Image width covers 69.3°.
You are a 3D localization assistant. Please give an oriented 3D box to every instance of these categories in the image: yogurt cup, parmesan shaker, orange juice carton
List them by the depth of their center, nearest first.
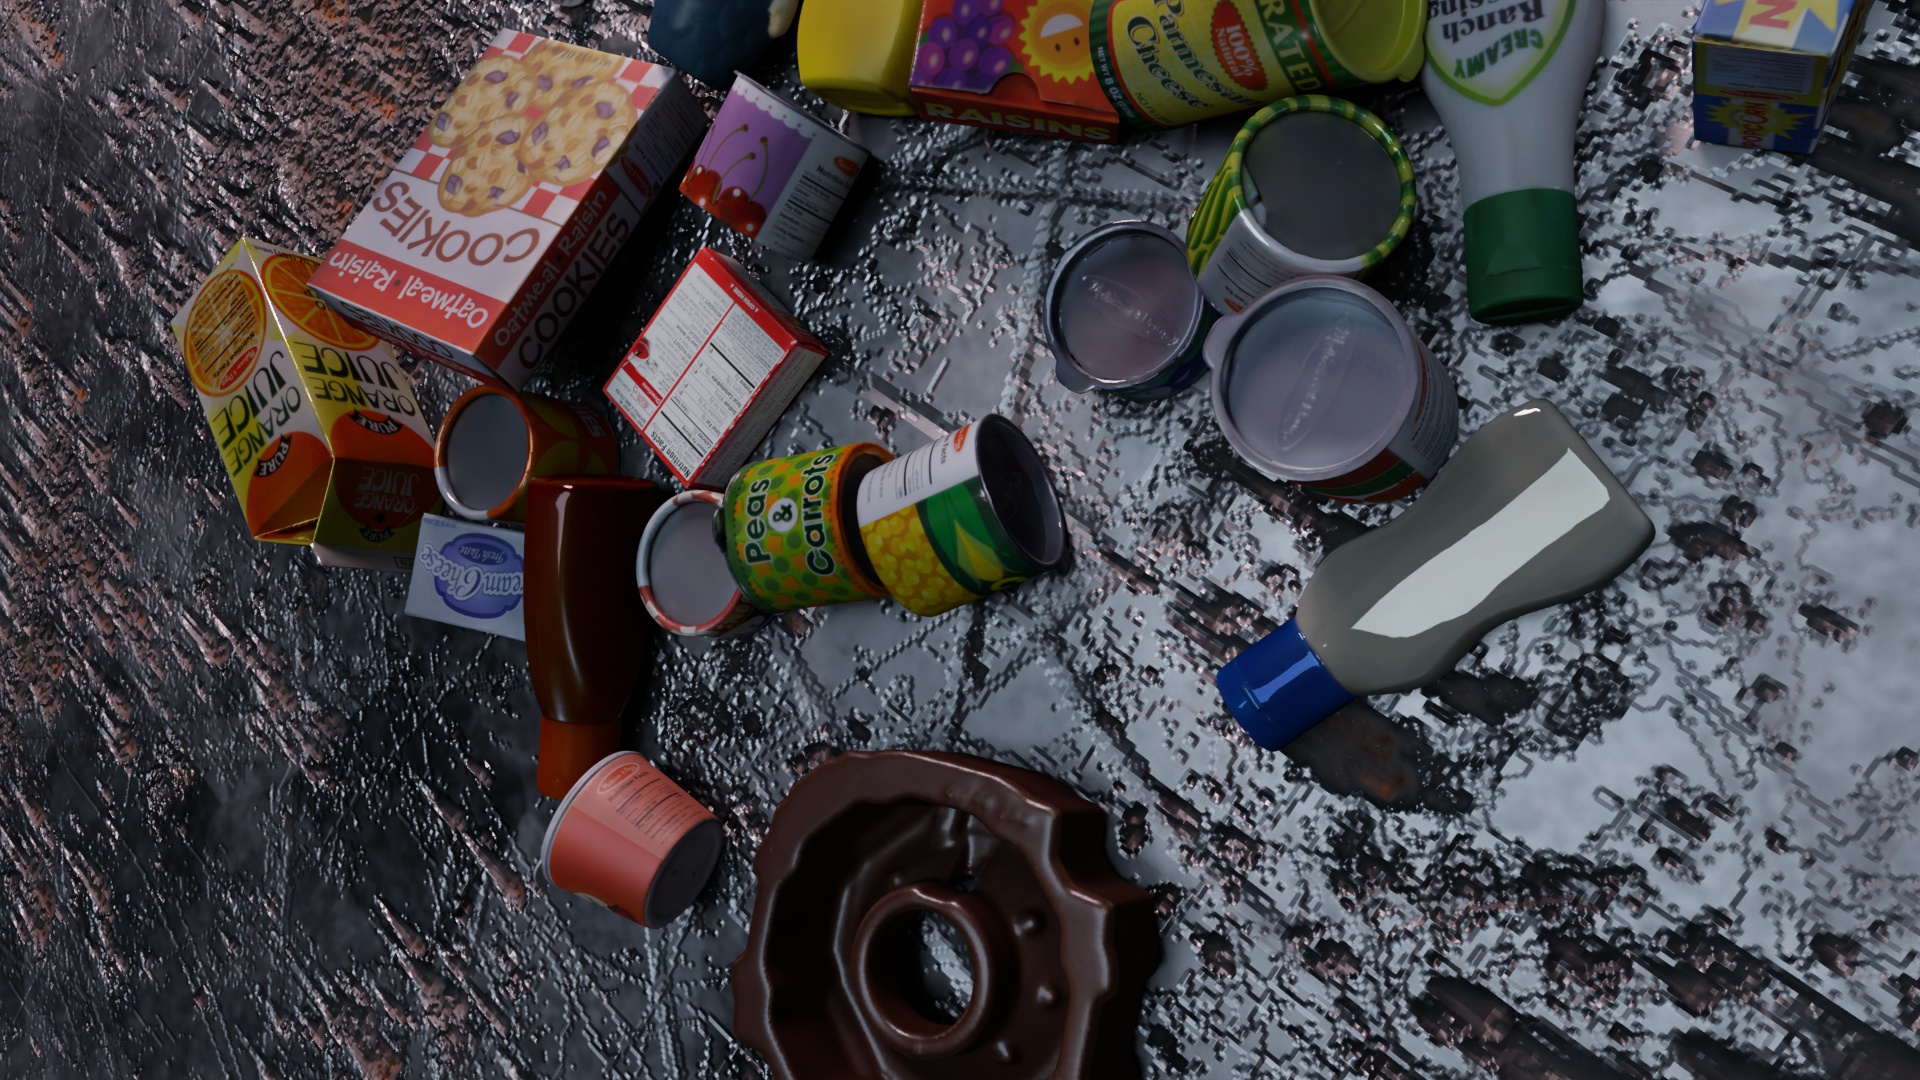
[{"bbox_3d":[0.105,-0.185,0.498,0.103,0.071,0.071,4,87,52],"label":"parmesan shaker"},{"bbox_3d":[-0.143,0.135,0.616,0.054,0.072,0.072,25,97,20],"label":"yogurt cup"},{"bbox_3d":[-0.340,-0.061,0.737,0.073,0.072,0.193,-39,68,20],"label":"orange juice carton"}]

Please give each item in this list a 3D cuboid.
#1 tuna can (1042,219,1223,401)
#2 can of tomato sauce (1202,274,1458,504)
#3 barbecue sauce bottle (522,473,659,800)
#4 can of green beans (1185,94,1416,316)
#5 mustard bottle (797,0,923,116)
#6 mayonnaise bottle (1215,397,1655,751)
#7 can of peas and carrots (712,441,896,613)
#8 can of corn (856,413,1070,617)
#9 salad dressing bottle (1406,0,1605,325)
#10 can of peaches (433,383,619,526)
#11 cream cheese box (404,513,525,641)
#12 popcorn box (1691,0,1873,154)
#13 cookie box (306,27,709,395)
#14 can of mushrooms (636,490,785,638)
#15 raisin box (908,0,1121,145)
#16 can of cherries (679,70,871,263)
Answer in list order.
[{"bbox_3d":[0.067,-0.087,0.543,0.071,0.033,0.071,-3,83,28],"label":"tuna can"},{"bbox_3d":[0.129,-0.049,0.477,0.071,0.083,0.071,-3,83,28],"label":"can of tomato sauce"},{"bbox_3d":[-0.173,0.044,0.644,0.043,0.065,0.148,9,98,30],"label":"barbecue sauce bottle"},{"bbox_3d":[0.118,-0.114,0.489,0.071,0.057,0.071,1,77,-5],"label":"can of green beans"},{"bbox_3d":[-0.024,-0.267,0.602,0.065,0.049,0.160,16,92,30],"label":"mustard bottle"},{"bbox_3d":[0.157,0.018,0.480,0.147,0.041,0.065,-39,68,20],"label":"mayonnaise bottle"},{"bbox_3d":[-0.059,-0.006,0.580,0.058,0.071,0.071,-9,81,27],"label":"can of peas and carrots"},{"bbox_3d":[0.002,-0.007,0.552,0.058,0.071,0.071,-23,75,25],"label":"can of corn"},{"bbox_3d":[0.190,-0.150,0.478,0.064,0.044,0.147,-6,82,34],"label":"salad dressing bottle"},{"bbox_3d":[-0.209,-0.041,0.672,0.071,0.058,0.071,-3,84,29],"label":"can of peaches"},{"bbox_3d":[-0.233,0.019,0.698,0.104,0.024,0.053,9,89,29],"label":"cream cheese box"},{"bbox_3d":[0.263,-0.192,0.419,0.038,0.085,0.126,22,95,28],"label":"popcorn box"},{"bbox_3d":[-0.217,-0.162,0.669,0.123,0.040,0.168,22,73,28],"label":"cookie box"},{"bbox_3d":[-0.110,0.012,0.628,0.071,0.033,0.071,-4,82,28],"label":"can of mushrooms"},{"bbox_3d":[0.032,-0.229,0.558,0.086,0.040,0.123,10,89,4],"label":"raisin box"},{"bbox_3d":[-0.084,-0.165,0.614,0.071,0.071,0.058,37,104,26],"label":"can of cherries"}]
